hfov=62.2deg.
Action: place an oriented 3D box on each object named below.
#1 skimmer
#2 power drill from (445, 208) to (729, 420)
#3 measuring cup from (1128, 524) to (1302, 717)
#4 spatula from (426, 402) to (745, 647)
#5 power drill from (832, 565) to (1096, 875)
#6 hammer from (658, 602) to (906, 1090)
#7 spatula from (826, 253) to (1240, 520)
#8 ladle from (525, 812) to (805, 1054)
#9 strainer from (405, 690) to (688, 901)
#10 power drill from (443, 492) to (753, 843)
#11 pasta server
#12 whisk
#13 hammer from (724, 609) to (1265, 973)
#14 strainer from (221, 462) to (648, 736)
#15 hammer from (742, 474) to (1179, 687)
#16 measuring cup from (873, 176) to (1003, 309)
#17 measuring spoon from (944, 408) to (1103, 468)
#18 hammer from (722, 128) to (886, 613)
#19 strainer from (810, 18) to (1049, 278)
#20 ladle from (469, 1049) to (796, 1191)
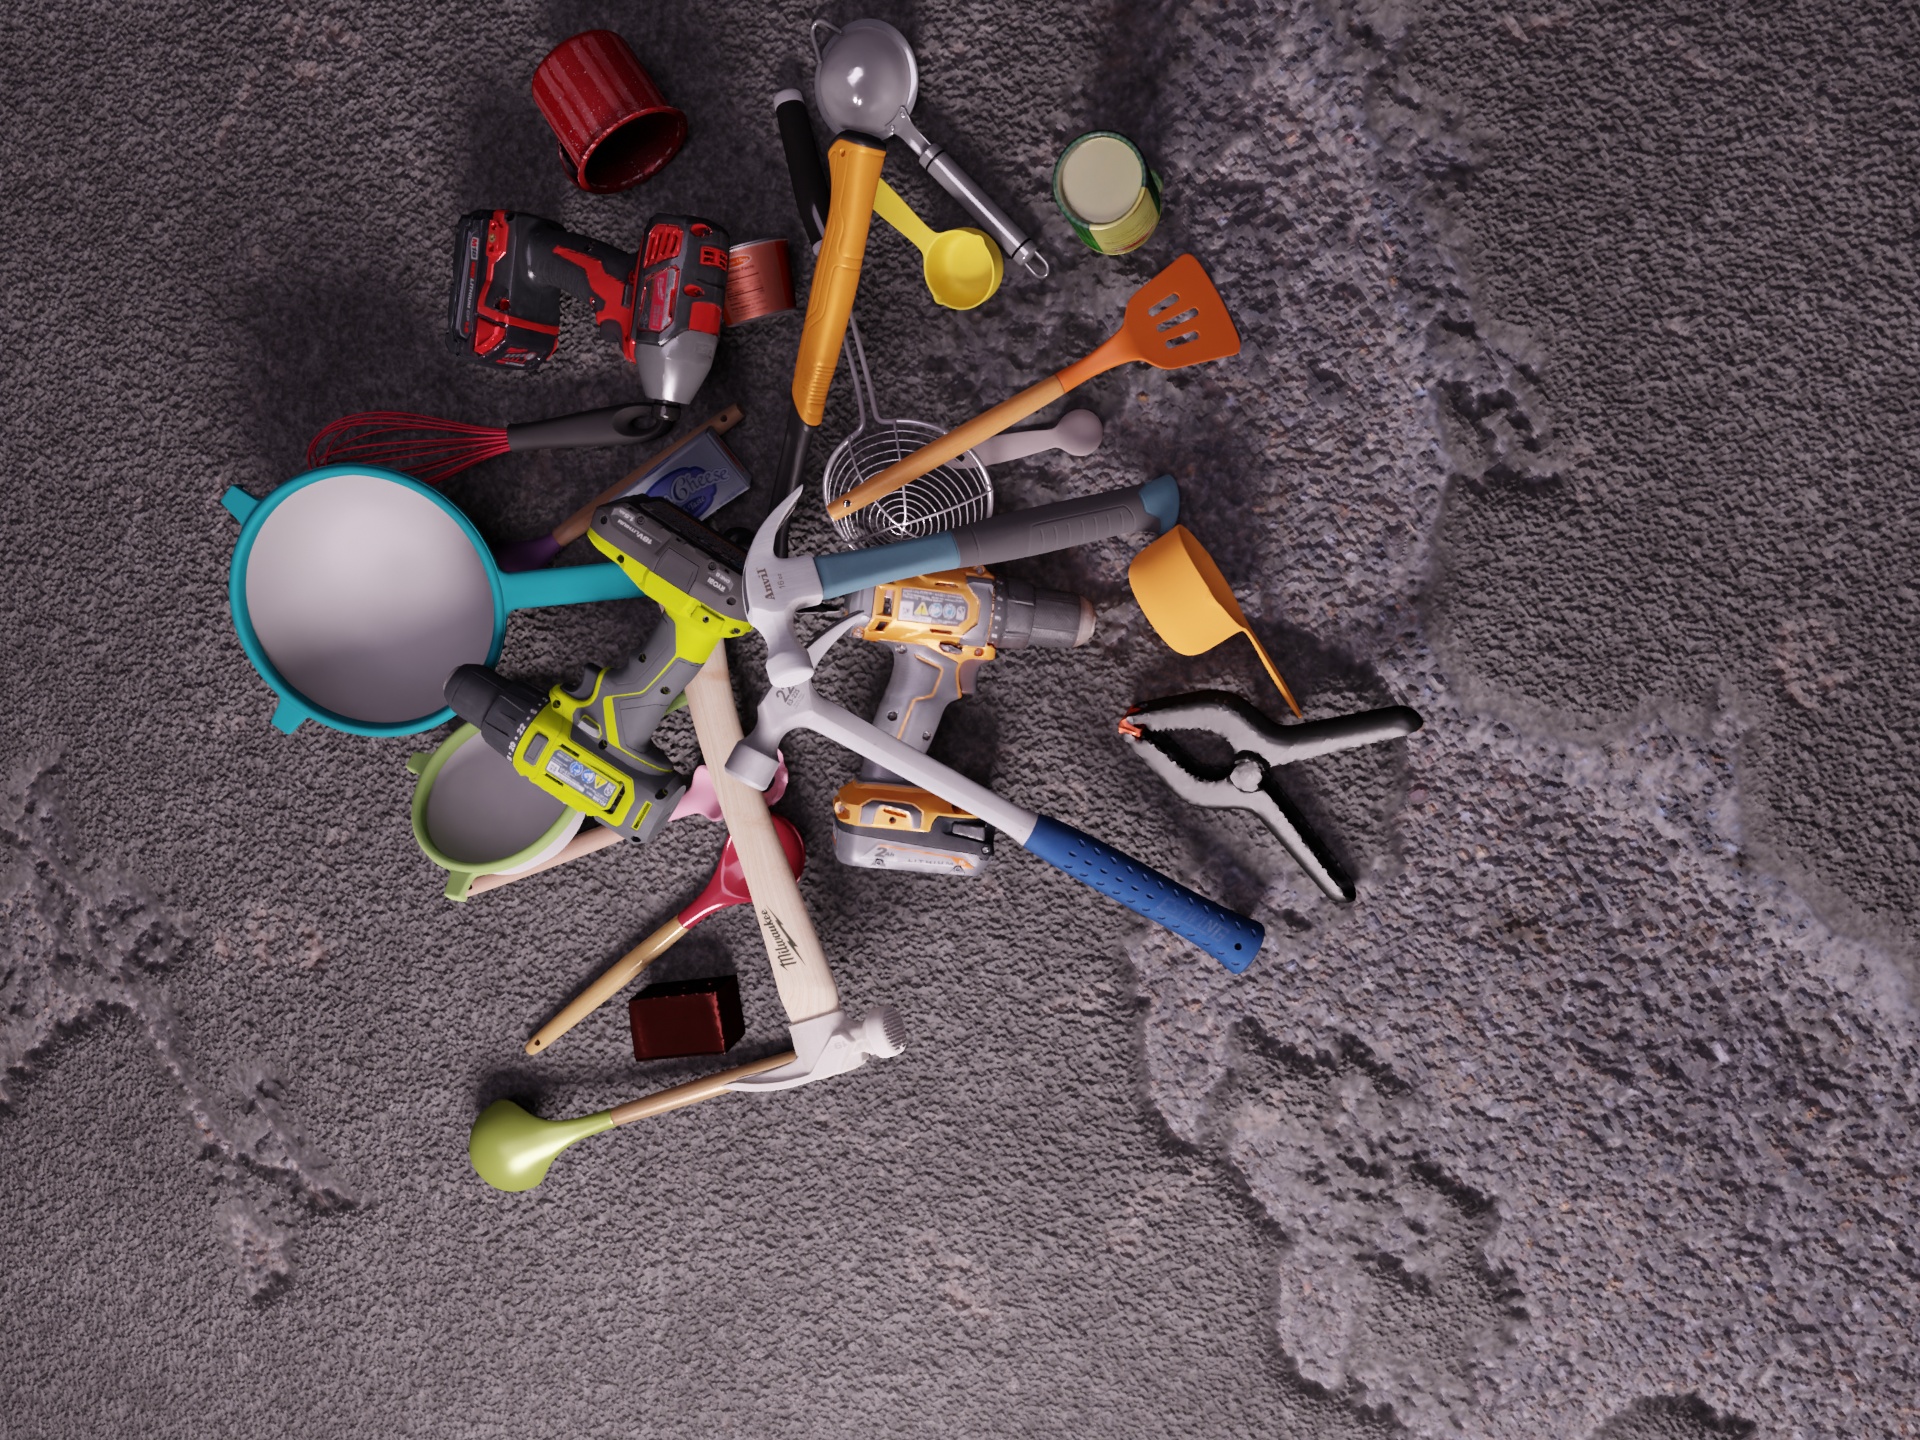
[{"bbox_3d":[-0.073,-0.289,1.189,0.127,0.090,0.363,-17,83,20],"label":"skimmer"},{"bbox_3d":[-0.270,-0.302,1.170,0.220,0.078,0.143,13,100,27],"label":"power drill"},{"bbox_3d":[0.183,-0.058,1.149,0.052,0.095,0.173,-31,109,18],"label":"measuring cup"},{"bbox_3d":[-0.299,-0.159,1.256,0.316,0.018,0.060,-31,89,14],"label":"spatula"},{"bbox_3d":[-0.002,-0.004,1.178,0.185,0.084,0.226,6,98,-9],"label":"power drill"},{"bbox_3d":[-0.170,0.073,1.205,0.146,0.038,0.411,-21,83,20],"label":"hammer"},{"bbox_3d":[0.048,-0.225,1.127,0.322,0.041,0.081,-29,94,0],"label":"spatula"},{"bbox_3d":[-0.241,0.179,1.283,0.315,0.031,0.069,-39,81,15],"label":"ladle"},{"bbox_3d":[-0.305,0.040,1.264,0.256,0.069,0.152,-29,55,-4],"label":"strainer"},{"bbox_3d":[-0.257,-0.047,1.160,0.190,0.080,0.228,33,105,2],"label":"power drill"},{"bbox_3d":[-0.273,0.086,1.272,0.316,0.040,0.060,-21,83,14],"label":"pasta server"},{"bbox_3d":[-0.370,-0.218,1.246,0.296,0.073,0.073,-6,96,5],"label":"whisk"},{"bbox_3d":[0.044,0.067,1.136,0.405,0.035,0.144,29,89,-12],"label":"hammer"},{"bbox_3d":[-0.382,-0.105,1.234,0.340,0.095,0.211,-5,106,2],"label":"strainer"},{"bbox_3d":[0.007,-0.120,1.104,0.331,0.033,0.128,-15,76,-20],"label":"hammer"},{"bbox_3d":[-0.031,-0.366,1.165,0.156,0.029,0.062,44,127,5],"label":"measuring cup"},{"bbox_3d":[0.044,-0.205,1.181,0.124,0.018,0.034,-9,95,13],"label":"measuring spoon"},{"bbox_3d":[-0.102,-0.244,1.134,0.127,0.034,0.336,35,119,40],"label":"hammer"},{"bbox_3d":[-0.026,-0.418,1.160,0.258,0.050,0.087,46,119,0],"label":"strainer"},{"bbox_3d":[-0.255,0.313,1.301,0.320,0.062,0.078,-19,91,6],"label":"ladle"}]
